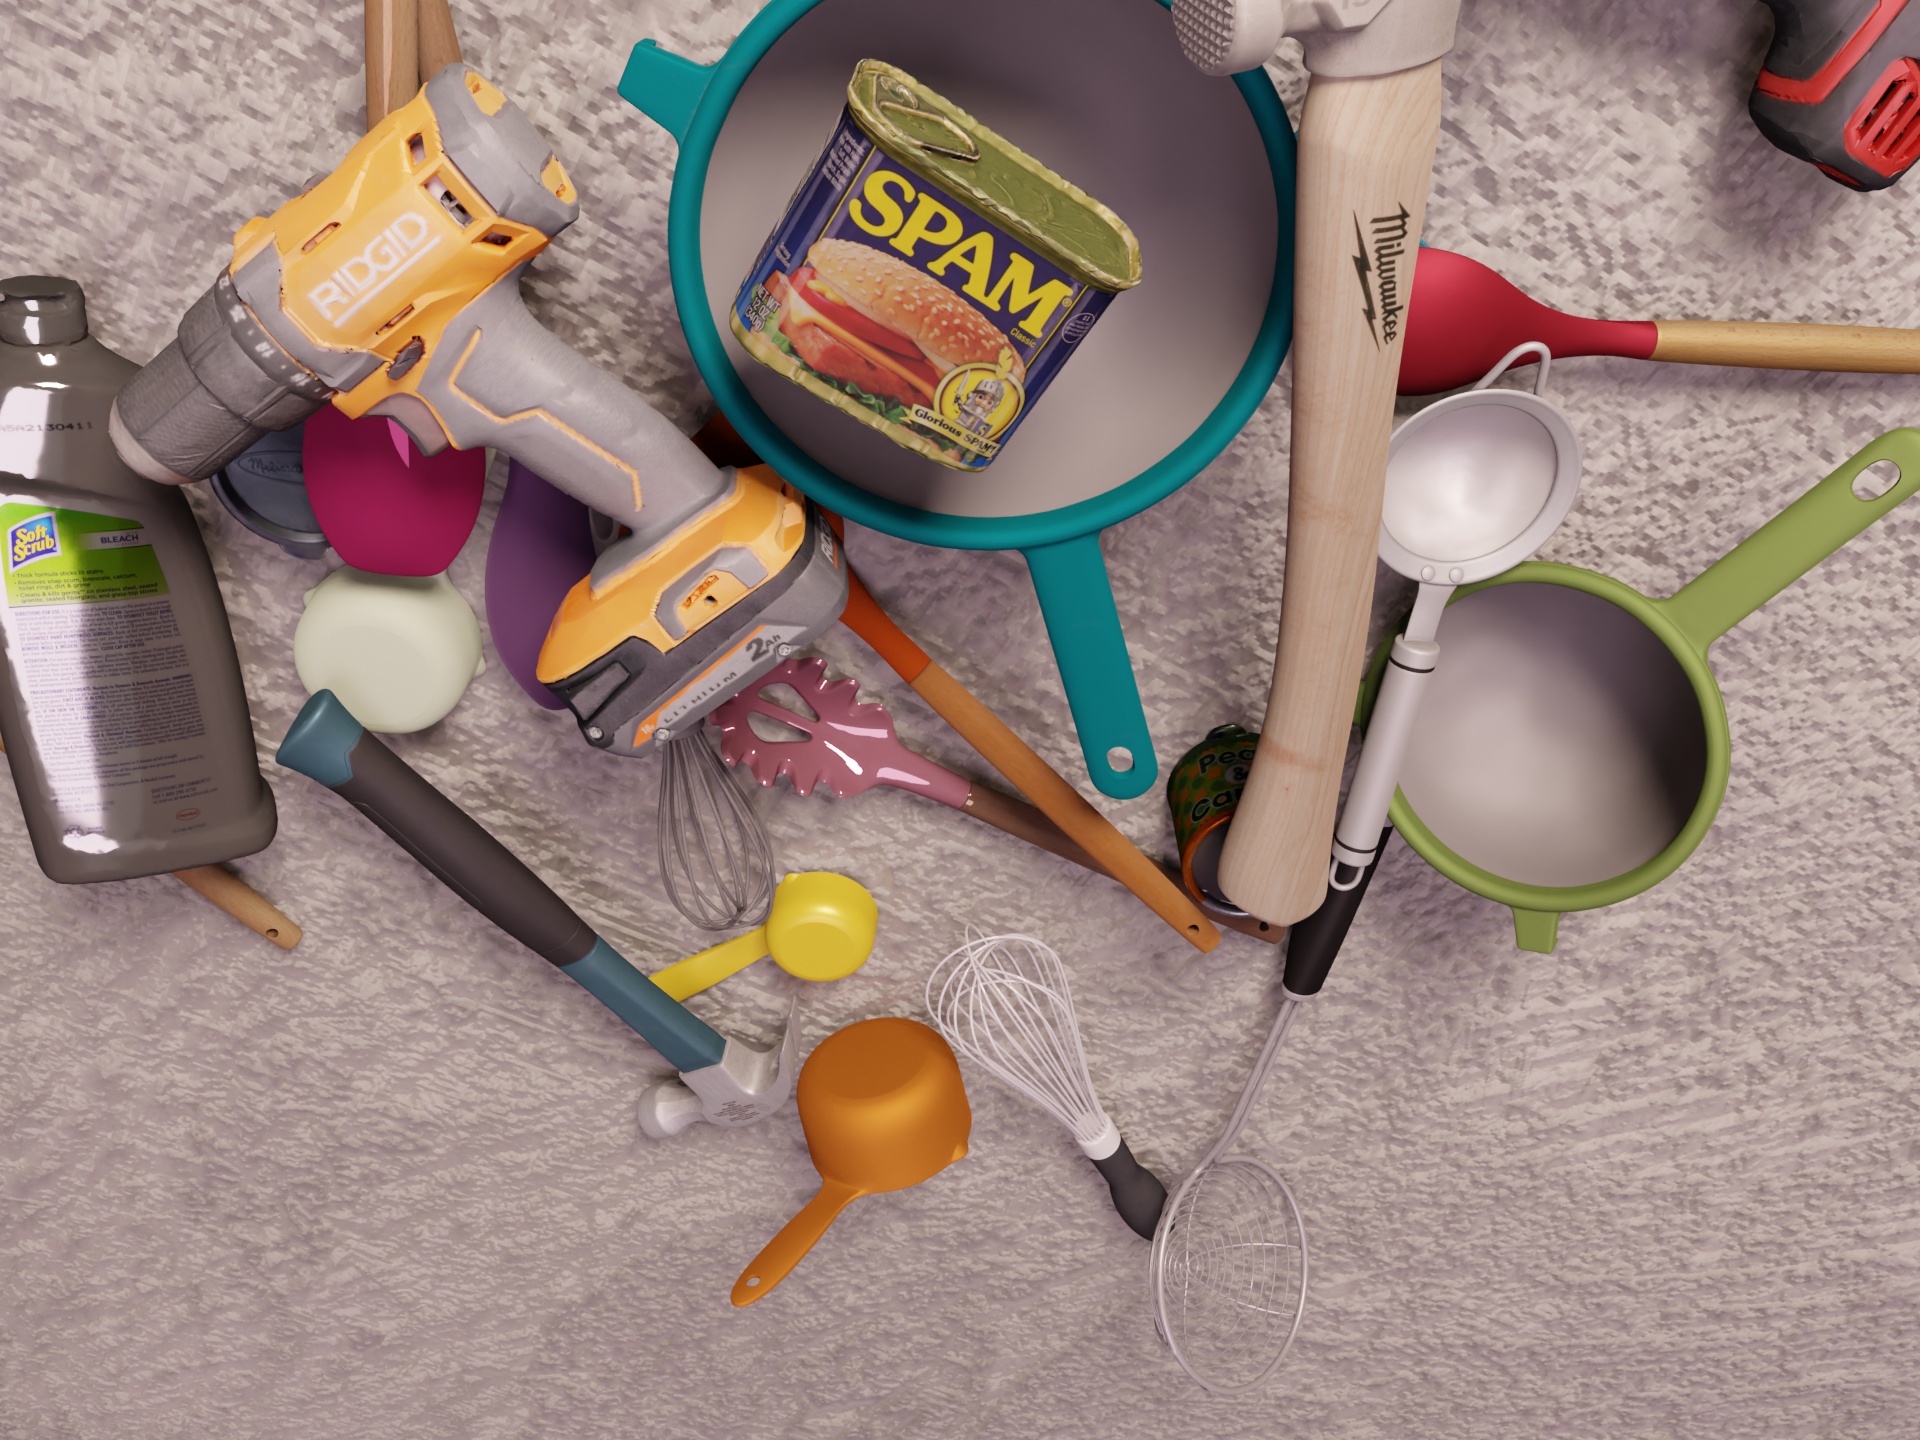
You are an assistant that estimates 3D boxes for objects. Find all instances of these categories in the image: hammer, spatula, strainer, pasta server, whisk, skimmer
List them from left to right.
[{"bbox_3d":[-0.179,-0.137,0.626,0.059,0.018,0.315,-19,127,-22],"label":"spatula"},{"bbox_3d":[-0.195,0.102,0.763,0.128,0.033,0.330,-20,129,27],"label":"hammer"},{"bbox_3d":[-0.128,0.001,0.715,0.055,0.055,0.238,-7,120,5],"label":"whisk"},{"bbox_3d":[-0.001,-0.002,0.688,0.322,0.041,0.081,43,103,-11],"label":"spatula"},{"bbox_3d":[0.027,0.047,0.749,0.316,0.040,0.060,25,90,-18],"label":"pasta server"},{"bbox_3d":[0.027,-0.123,0.594,0.211,0.095,0.340,-12,126,10],"label":"strainer"},{"bbox_3d":[0.063,0.205,0.854,0.070,0.070,0.284,-21,128,14],"label":"whisk"},{"bbox_3d":[0.180,0.201,0.827,0.127,0.090,0.363,-16,133,-40],"label":"skimmer"},{"bbox_3d":[0.141,-0.075,0.566,0.146,0.038,0.410,-18,134,-14],"label":"hammer"},{"bbox_3d":[0.188,-0.036,0.657,0.087,0.050,0.258,5,119,-8],"label":"strainer"},{"bbox_3d":[0.285,-0.030,0.657,0.151,0.069,0.256,52,125,12],"label":"strainer"}]

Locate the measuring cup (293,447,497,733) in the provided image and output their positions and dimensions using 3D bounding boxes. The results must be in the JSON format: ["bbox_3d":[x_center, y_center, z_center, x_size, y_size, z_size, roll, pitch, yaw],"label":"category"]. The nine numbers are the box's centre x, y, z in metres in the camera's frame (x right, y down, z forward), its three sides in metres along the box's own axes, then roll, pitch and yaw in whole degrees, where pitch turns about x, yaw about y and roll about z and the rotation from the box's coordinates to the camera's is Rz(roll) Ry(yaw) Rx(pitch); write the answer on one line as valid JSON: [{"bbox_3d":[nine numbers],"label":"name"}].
[{"bbox_3d":[-0.230,-0.061,0.672,0.083,0.038,0.167,24,123,-16],"label":"measuring cup"}]

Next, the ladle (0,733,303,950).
[{"bbox_3d":[-0.428,0.016,0.719,0.078,0.062,0.319,-36,121,9],"label":"ladle"}]

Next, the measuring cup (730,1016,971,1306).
[{"bbox_3d":[-0.063,0.214,0.794,0.095,0.174,0.052,8,122,32],"label":"measuring cup"}]

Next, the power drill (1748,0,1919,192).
[{"bbox_3d":[0.267,-0.290,0.486,0.226,0.080,0.187,21,123,-17],"label":"power drill"}]

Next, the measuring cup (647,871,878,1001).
[{"bbox_3d":[-0.113,0.127,0.811,0.156,0.029,0.062,-27,121,16],"label":"measuring cup"}]

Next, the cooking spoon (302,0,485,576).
[{"bbox_3d":[-0.202,-0.192,0.565,0.068,0.017,0.318,4,122,-12],"label":"cooking spoon"}]

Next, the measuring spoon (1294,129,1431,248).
[{"bbox_3d":[0.164,-0.182,0.602,0.042,0.021,0.128,-34,128,31],"label":"measuring spoon"}]

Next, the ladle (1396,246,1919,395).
[{"bbox_3d":[0.288,-0.145,0.612,0.315,0.031,0.069,1,146,-6],"label":"ladle"}]

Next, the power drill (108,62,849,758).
[{"bbox_3d":[-0.172,-0.090,0.581,0.185,0.084,0.226,-33,118,13],"label":"power drill"}]
